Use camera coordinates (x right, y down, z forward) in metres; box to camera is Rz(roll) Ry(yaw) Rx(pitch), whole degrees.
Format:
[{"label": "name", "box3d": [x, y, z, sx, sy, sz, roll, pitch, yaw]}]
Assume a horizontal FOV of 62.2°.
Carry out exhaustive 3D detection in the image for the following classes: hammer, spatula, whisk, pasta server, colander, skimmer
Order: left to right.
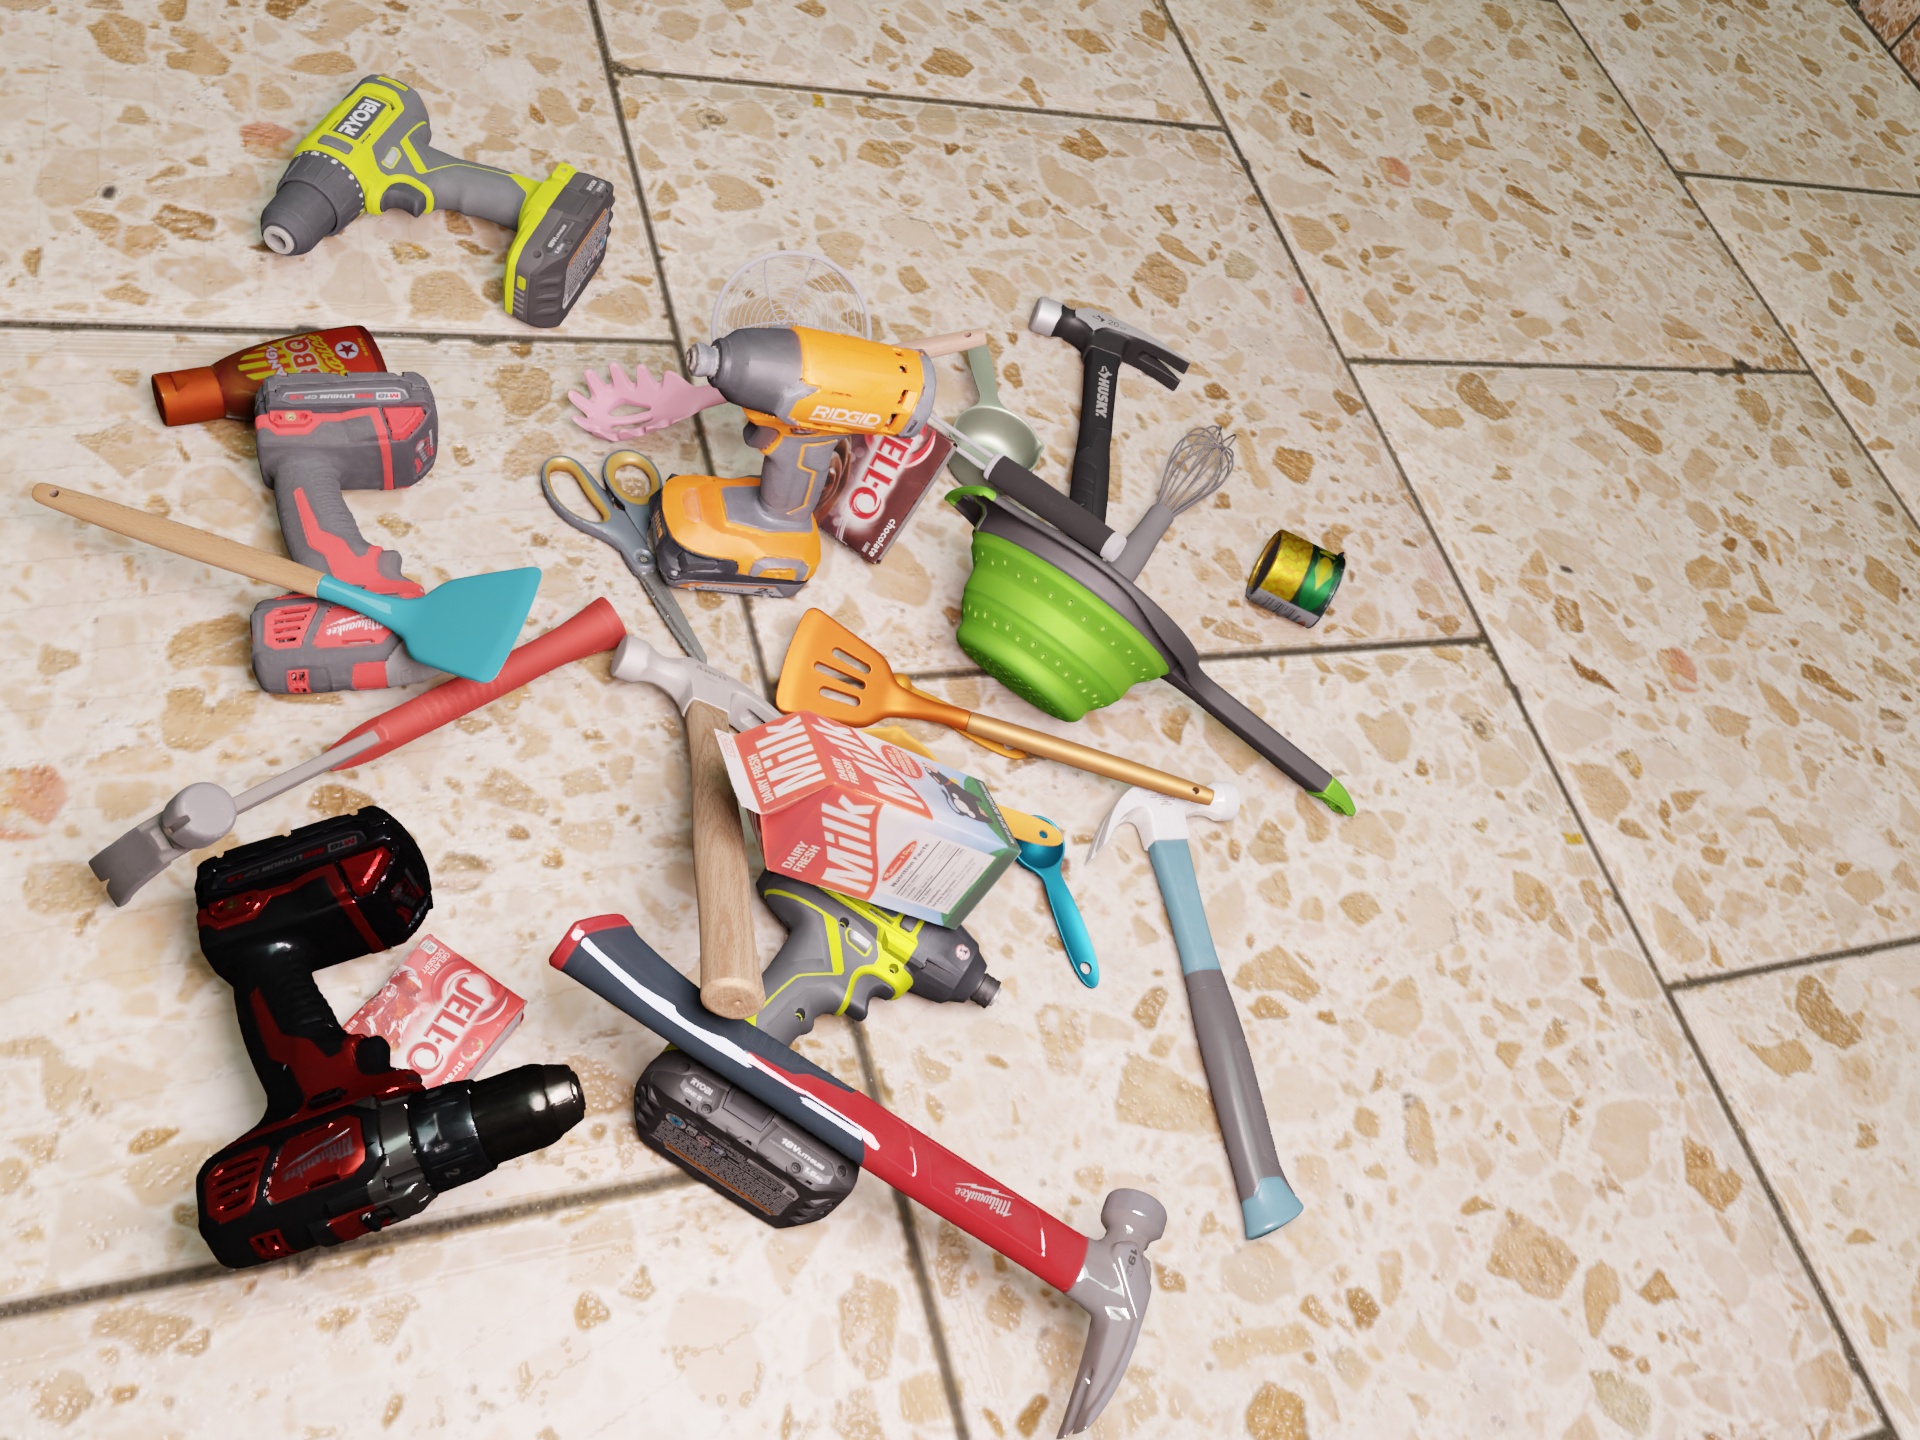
[{"label": "spatula", "box3d": [-0.415, -0.097, 0.969, 0.317, 0.044, 0.082, 18, 66, 0]}, {"label": "hammer", "box3d": [-0.346, 0.005, 0.980, 0.359, 0.149, 0.036, -36, 98, -48]}, {"label": "hammer", "box3d": [-0.147, 0.059, 0.973, 0.130, 0.031, 0.332, 22, 26, -25]}, {"label": "pasta server", "box3d": [-0.136, -0.262, 1.204, 0.316, 0.040, 0.060, -12, 71, 0]}, {"label": "hammer", "box3d": [-0.063, 0.236, 0.874, 0.386, 0.038, 0.143, 34, 48, -7]}, {"label": "skimmer", "box3d": [-0.030, -0.233, 1.233, 0.363, 0.127, 0.090, 36, 11, 13]}, {"label": "spatula", "box3d": [0.029, 0.006, 1.140, 0.322, 0.041, 0.081, 17, 75, -1]}, {"label": "hammer", "box3d": [0.118, -0.230, 1.341, 0.146, 0.035, 0.335, 17, 49, -10]}, {"label": "colander", "box3d": [0.128, -0.017, 1.178, 0.397, 0.204, 0.094, 37, 86, -15]}, {"label": "whisk", "box3d": [0.170, -0.171, 1.329, 0.055, 0.055, 0.239, 35, 57, 3]}, {"label": "hammer", "box3d": [0.173, 0.188, 1.099, 0.128, 0.033, 0.331, 1, 58, -22]}]

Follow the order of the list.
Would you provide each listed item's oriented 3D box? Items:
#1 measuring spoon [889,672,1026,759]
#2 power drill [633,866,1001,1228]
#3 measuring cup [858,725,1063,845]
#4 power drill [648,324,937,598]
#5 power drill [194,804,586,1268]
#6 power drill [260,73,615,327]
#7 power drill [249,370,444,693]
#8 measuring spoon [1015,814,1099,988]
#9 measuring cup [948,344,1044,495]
[{"label": "measuring spoon", "box3d": [-0.002, -0.004, 1.170, 0.117, 0.011, 0.021, 30, 52, -1]}, {"label": "power drill", "box3d": [-0.081, 0.185, 0.974, 0.171, 0.080, 0.223, 33, 49, -1]}, {"label": "measuring cup", "box3d": [-0.018, 0.067, 1.093, 0.173, 0.052, 0.095, 18, 53, -12]}, {"label": "power drill", "box3d": [-0.136, -0.180, 1.085, 0.164, 0.226, 0.084, 3, 57, -31]}, {"label": "power drill", "box3d": [-0.310, 0.159, 0.846, 0.188, 0.080, 0.227, -18, 53, -9]}, {"label": "power drill", "box3d": [-0.403, -0.394, 1.230, 0.228, 0.080, 0.191, 21, 53, -4]}, {"label": "power drill", "box3d": [-0.392, -0.121, 1.050, 0.143, 0.078, 0.220, -5, 64, -18]}, {"label": "measuring spoon", "box3d": [0.066, 0.128, 1.111, 0.042, 0.021, 0.129, -12, 73, -29]}, {"label": "measuring cup", "box3d": [0.018, -0.256, 1.331, 0.083, 0.038, 0.168, 3, 55, -20]}]
